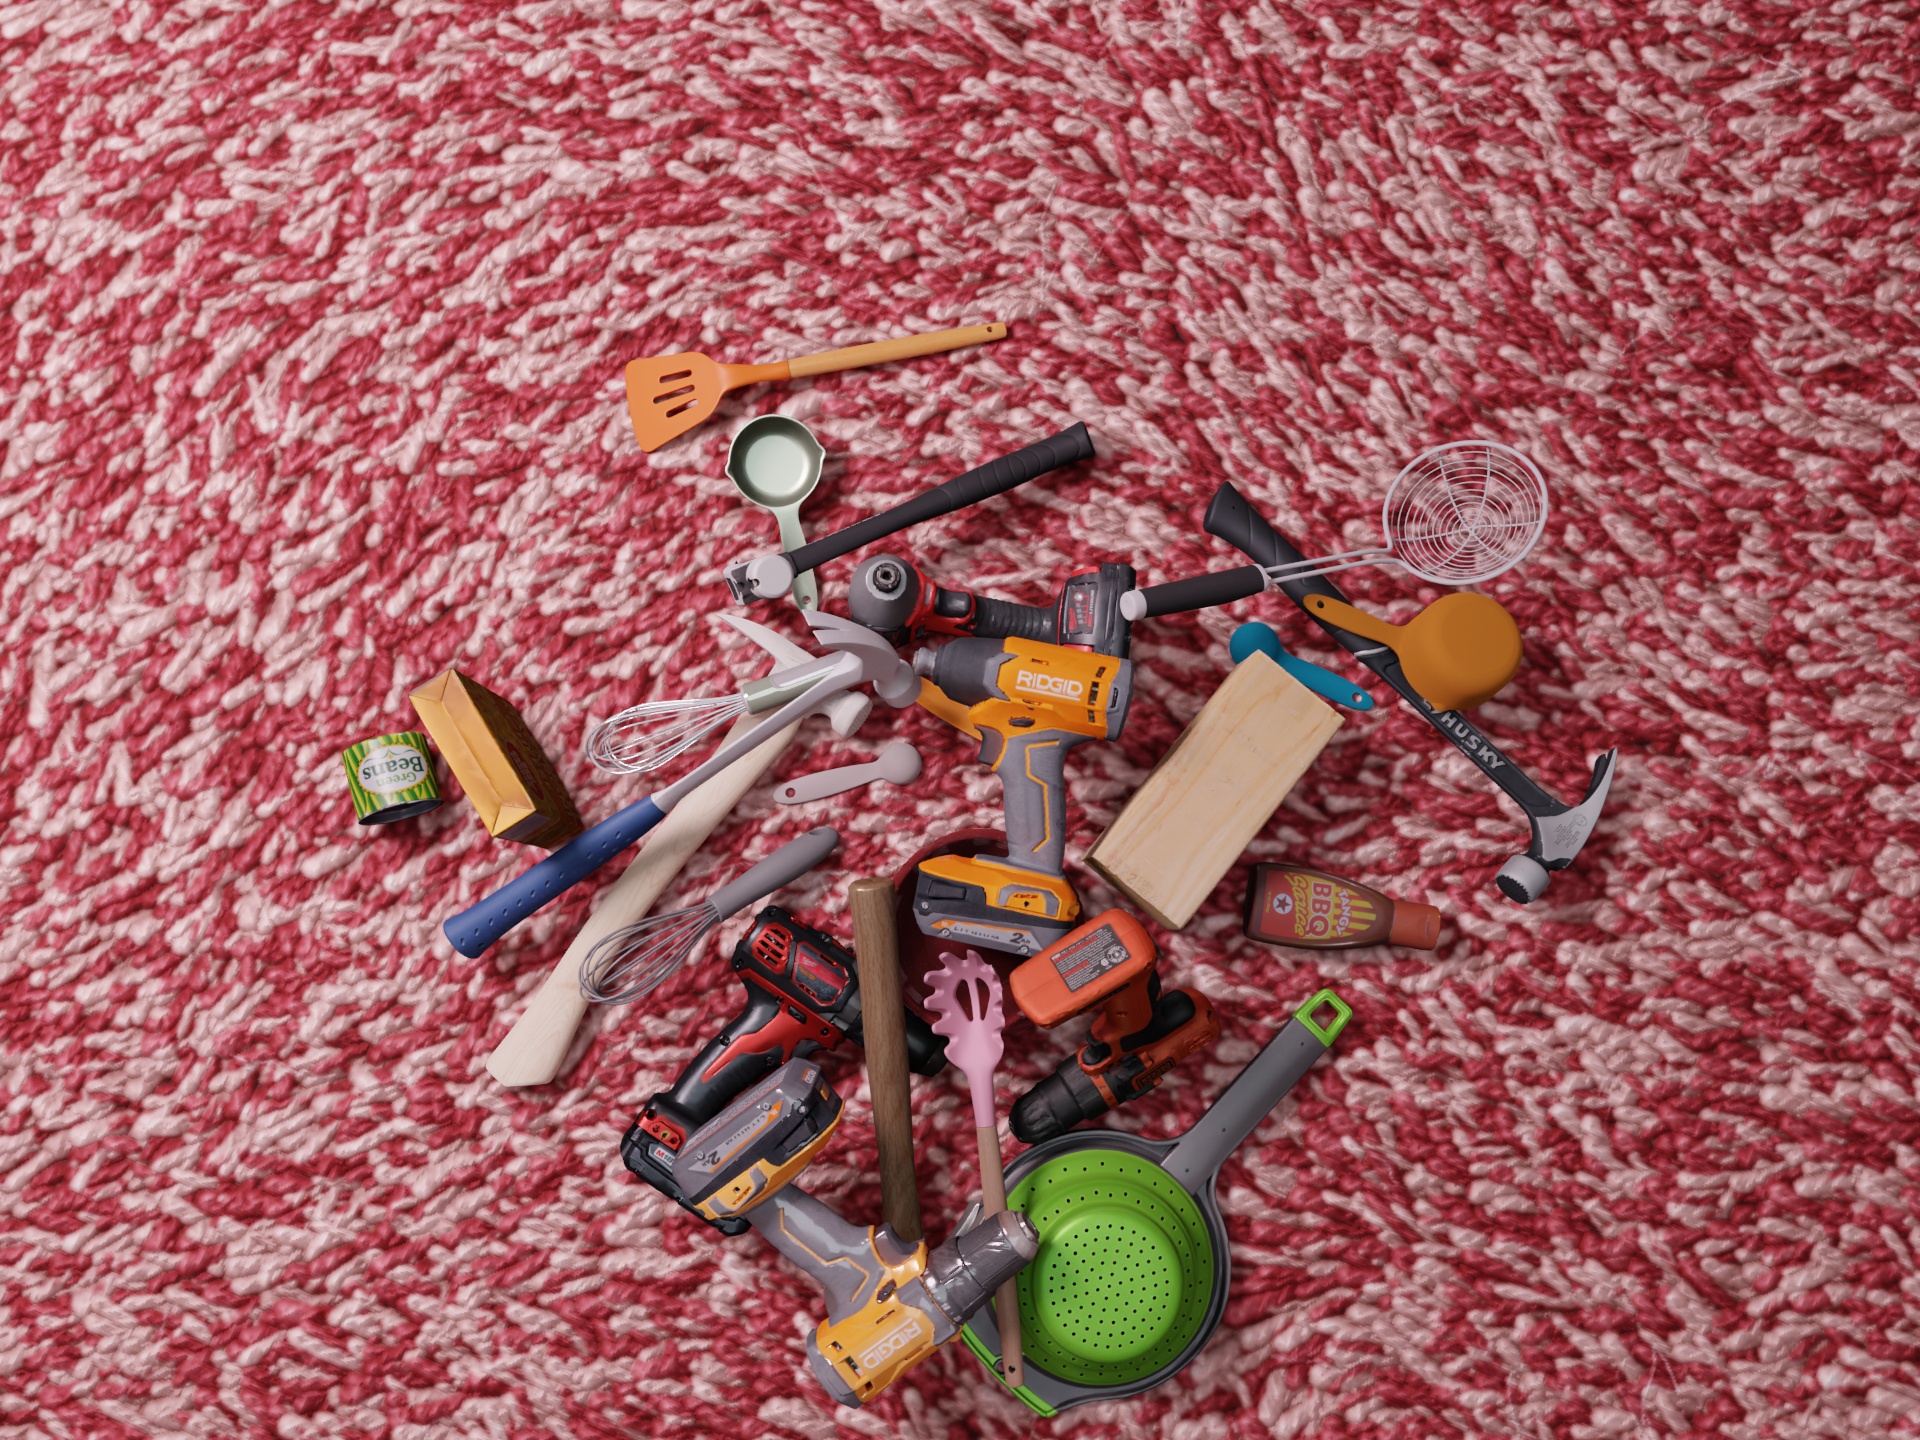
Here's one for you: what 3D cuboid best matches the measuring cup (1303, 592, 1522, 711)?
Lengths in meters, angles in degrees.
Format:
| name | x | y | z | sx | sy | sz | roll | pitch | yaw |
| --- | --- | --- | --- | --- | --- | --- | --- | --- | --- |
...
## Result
| name | x | y | z | sx | sy | sz | roll | pitch | yaw |
| --- | --- | --- | --- | --- | --- | --- | --- | --- | --- |
| measuring cup | 0.358 | -0.072 | 1.252 | 0.173 | 0.052 | 0.095 | 21 | 71 | -2 |

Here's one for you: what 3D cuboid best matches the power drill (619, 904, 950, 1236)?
| name | x | y | z | sx | sy | sz | roll | pitch | yaw |
| --- | --- | --- | --- | --- | --- | --- | --- | --- | --- |
| power drill | -0.133 | 0.280 | 1.226 | 0.188 | 0.080 | 0.227 | 35 | 79 | -3 |

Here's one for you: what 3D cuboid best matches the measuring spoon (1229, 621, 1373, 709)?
| name | x | y | z | sx | sy | sz | roll | pitch | yaw |
| --- | --- | --- | --- | --- | --- | --- | --- | --- | --- |
| measuring spoon | 0.281 | -0.042 | 1.300 | 0.128 | 0.021 | 0.042 | 27 | 83 | 3 |

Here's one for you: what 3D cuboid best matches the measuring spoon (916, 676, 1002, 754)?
| name | x | y | z | sx | sy | sz | roll | pitch | yaw |
| --- | --- | --- | --- | --- | --- | --- | --- | --- | --- |
| measuring spoon | -0.002 | -0.004 | 1.300 | 0.117 | 0.011 | 0.021 | 34 | 84 | 8 |

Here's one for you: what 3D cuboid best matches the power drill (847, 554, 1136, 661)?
| name | x | y | z | sx | sy | sz | roll | pitch | yaw |
| --- | --- | --- | --- | --- | --- | --- | --- | --- | --- |
| power drill | 0.021 | -0.086 | 1.245 | 0.219 | 0.143 | 0.078 | 7 | 79 | -2 |

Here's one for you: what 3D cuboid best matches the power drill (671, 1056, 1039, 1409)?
| name | x | y | z | sx | sy | sz | roll | pitch | yaw |
| --- | --- | --- | --- | --- | --- | --- | --- | --- | --- |
| power drill | -0.071 | 0.350 | 1.130 | 0.185 | 0.084 | 0.226 | -37 | 93 | 6 |

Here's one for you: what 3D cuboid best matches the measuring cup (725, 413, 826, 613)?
| name | x | y | z | sx | sy | sz | roll | pitch | yaw |
| --- | --- | --- | --- | --- | --- | --- | --- | --- | --- |
| measuring cup | -0.143 | -0.168 | 1.313 | 0.083 | 0.038 | 0.167 | -13 | 99 | -7 |

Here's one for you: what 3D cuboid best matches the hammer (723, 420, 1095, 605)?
| name | x | y | z | sx | sy | sz | roll | pitch | yaw |
| --- | --- | --- | --- | --- | --- | --- | --- | --- | --- |
| hammer | -0.035 | -0.167 | 1.267 | 0.335 | 0.146 | 0.035 | -26 | 100 | -20 |

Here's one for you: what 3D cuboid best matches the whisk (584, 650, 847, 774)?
| name | x | y | z | sx | sy | sz | roll | pitch | yaw |
| --- | --- | --- | --- | --- | --- | --- | --- | --- | --- |
| whisk | -0.174 | -0.014 | 1.241 | 0.246 | 0.059 | 0.058 | -20 | 50 | -2 |

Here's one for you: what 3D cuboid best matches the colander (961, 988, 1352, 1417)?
| name | x | y | z | sx | sy | sz | roll | pitch | yaw |
| --- | --- | --- | --- | --- | --- | --- | --- | --- | --- |
| colander | 0.164 | 0.358 | 1.206 | 0.204 | 0.094 | 0.397 | 43 | 84 | 5 |

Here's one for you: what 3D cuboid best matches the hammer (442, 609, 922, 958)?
| name | x | y | z | sx | sy | sz | roll | pitch | yaw |
| --- | --- | --- | --- | --- | --- | --- | --- | --- | --- |
| hammer | -0.222 | 0.054 | 1.203 | 0.405 | 0.144 | 0.035 | -34 | 61 | 6 |

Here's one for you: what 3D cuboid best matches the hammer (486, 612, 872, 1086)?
| name | x | y | z | sx | sy | sz | roll | pitch | yaw |
| --- | --- | --- | --- | --- | --- | --- | --- | --- | --- |
| hammer | -0.247 | 0.108 | 1.266 | 0.146 | 0.038 | 0.410 | 35 | 84 | 10 |

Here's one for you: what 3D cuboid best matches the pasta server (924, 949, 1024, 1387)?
| name | x | y | z | sx | sy | sz | roll | pitch | yaw |
| --- | --- | --- | --- | --- | --- | --- | --- | --- | --- |
| pasta server | 0.020 | 0.328 | 1.171 | 0.060 | 0.040 | 0.316 | -9 | 82 | 15 |

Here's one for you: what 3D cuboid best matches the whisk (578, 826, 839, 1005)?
| name | x | y | z | sx | sy | sz | roll | pitch | yaw |
| --- | --- | --- | --- | --- | --- | --- | --- | --- | --- |
| whisk | -0.190 | 0.146 | 1.229 | 0.239 | 0.055 | 0.055 | -32 | 83 | -28 |

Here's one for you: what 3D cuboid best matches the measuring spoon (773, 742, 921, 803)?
| name | x | y | z | sx | sy | sz | roll | pitch | yaw |
| --- | --- | --- | --- | --- | --- | --- | --- | --- | --- |
| measuring spoon | -0.092 | 0.046 | 1.286 | 0.124 | 0.018 | 0.034 | -15 | 83 | -1 |

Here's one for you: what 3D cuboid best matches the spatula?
| name | x | y | z | sx | sy | sz | roll | pitch | yaw |
| --- | --- | --- | --- | --- | --- | --- | --- | --- | --- |
| spatula | -0.120 | -0.296 | 1.333 | 0.322 | 0.041 | 0.081 | -12 | 83 | -6 |

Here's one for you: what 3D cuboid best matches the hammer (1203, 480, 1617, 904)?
| name | x | y | z | sx | sy | sz | roll | pitch | yaw |
| --- | --- | --- | --- | --- | --- | --- | --- | --- | --- |
| hammer | 0.353 | -0.046 | 1.289 | 0.149 | 0.036 | 0.409 | -43 | 82 | -16 |

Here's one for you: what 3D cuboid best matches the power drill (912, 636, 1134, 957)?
| name | x | y | z | sx | sy | sz | roll | pitch | yaw |
| --- | --- | --- | --- | --- | --- | --- | --- | --- | --- |
| power drill | 0.029 | 0.050 | 1.183 | 0.164 | 0.084 | 0.226 | 12 | 92 | 1 |

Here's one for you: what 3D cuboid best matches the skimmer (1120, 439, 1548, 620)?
| name | x | y | z | sx | sy | sz | roll | pitch | yaw |
| --- | --- | --- | --- | --- | --- | --- | --- | --- | --- |
| skimmer | 0.291 | -0.140 | 1.235 | 0.363 | 0.090 | 0.127 | -13 | 60 | -24 |

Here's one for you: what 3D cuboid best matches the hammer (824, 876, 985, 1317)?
| name | x | y | z | sx | sy | sz | roll | pitch | yaw |
| --- | --- | --- | --- | --- | --- | --- | --- | --- | --- |
| hammer | -0.050 | 0.281 | 1.196 | 0.130 | 0.031 | 0.331 | -8 | 98 | -25 |
